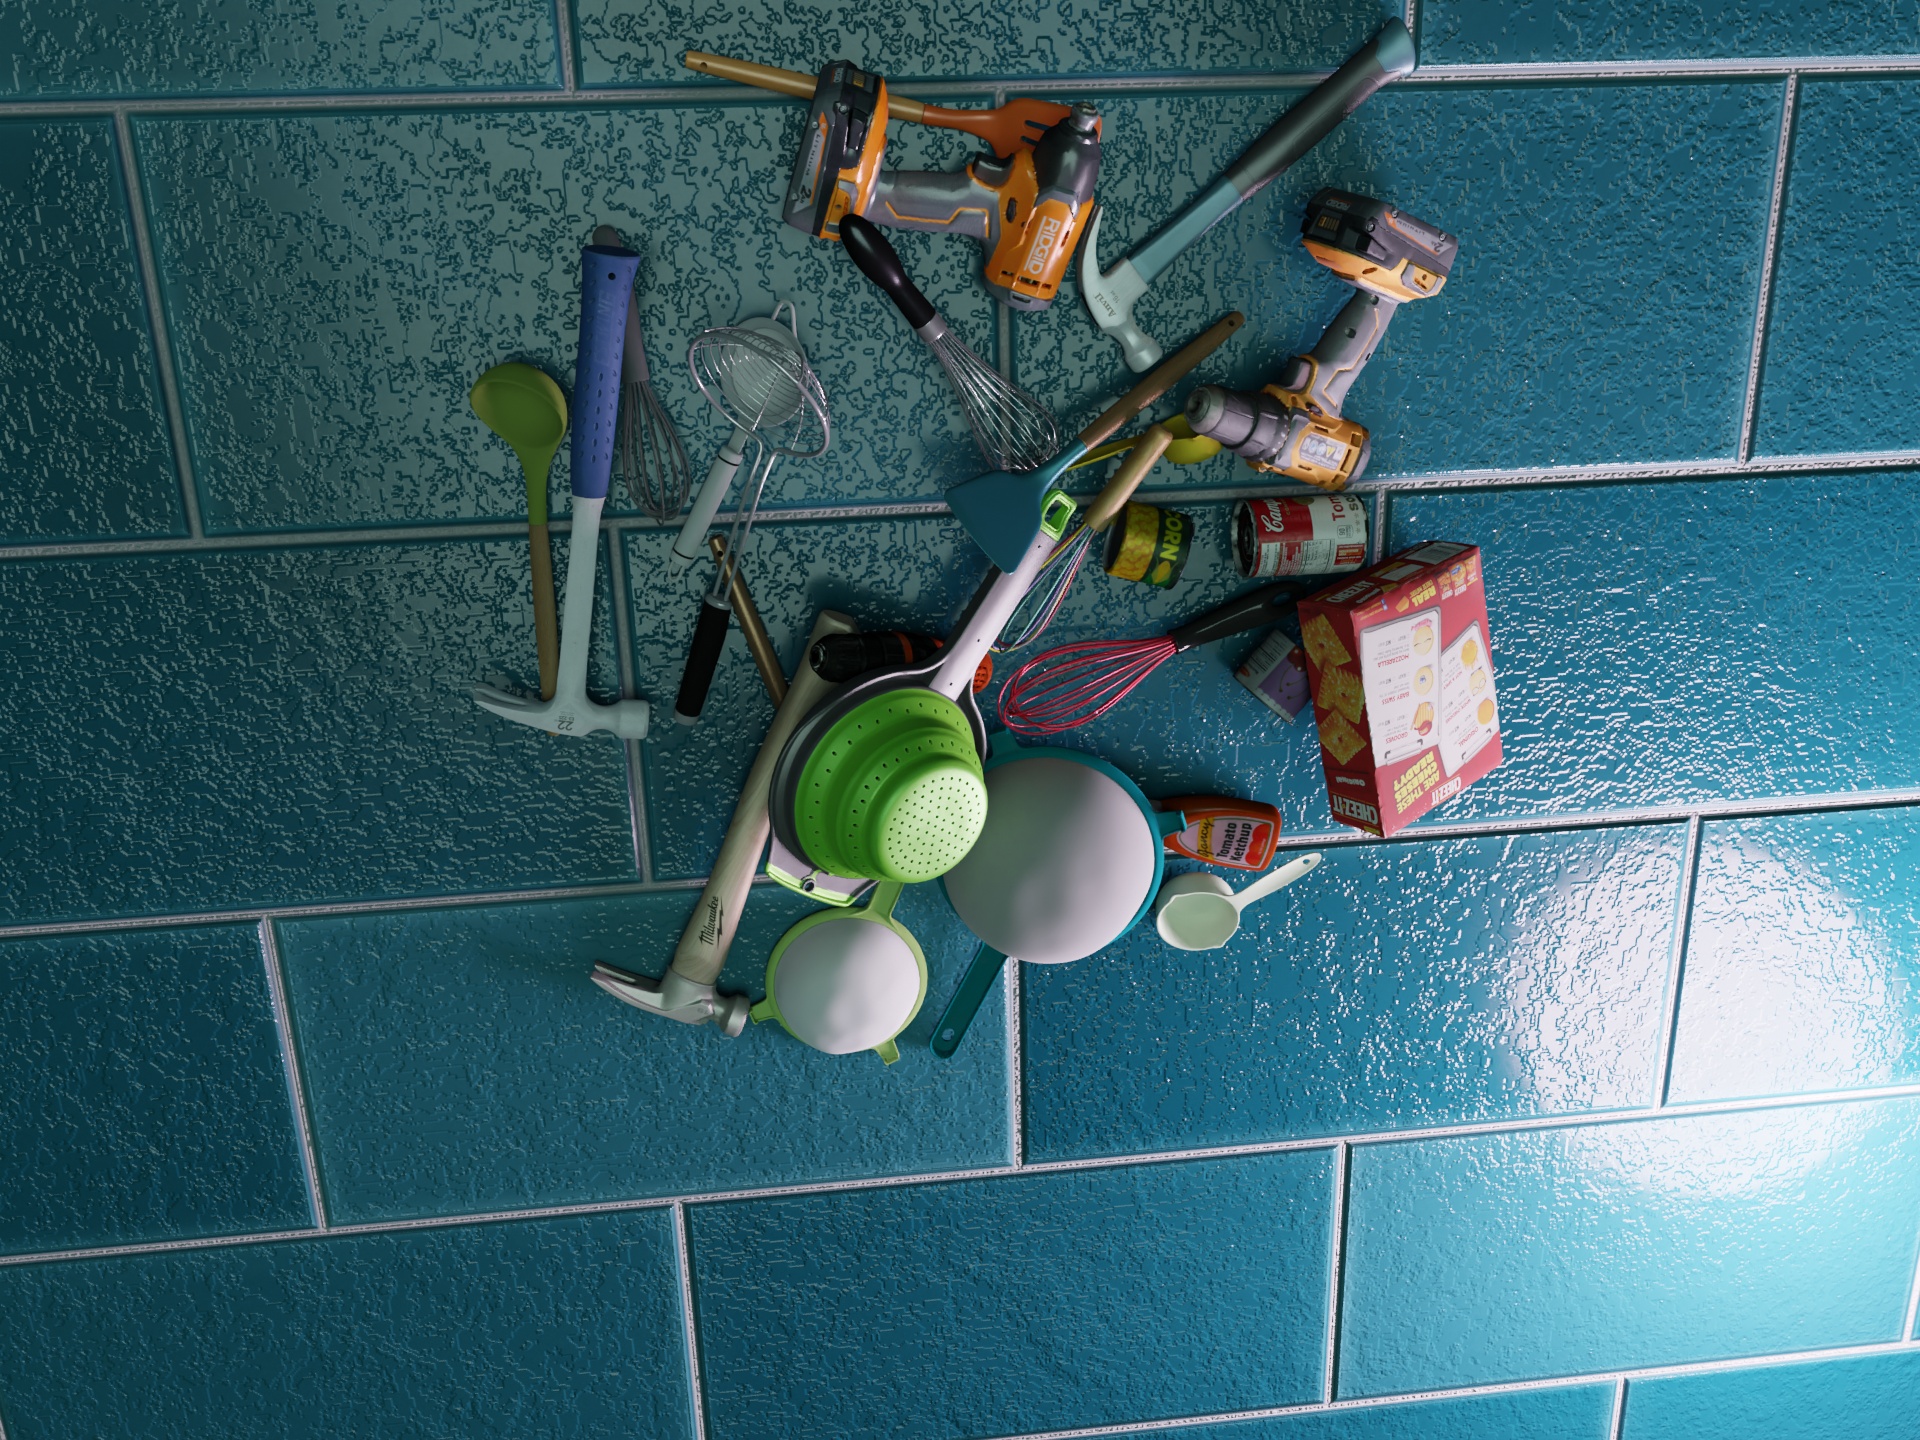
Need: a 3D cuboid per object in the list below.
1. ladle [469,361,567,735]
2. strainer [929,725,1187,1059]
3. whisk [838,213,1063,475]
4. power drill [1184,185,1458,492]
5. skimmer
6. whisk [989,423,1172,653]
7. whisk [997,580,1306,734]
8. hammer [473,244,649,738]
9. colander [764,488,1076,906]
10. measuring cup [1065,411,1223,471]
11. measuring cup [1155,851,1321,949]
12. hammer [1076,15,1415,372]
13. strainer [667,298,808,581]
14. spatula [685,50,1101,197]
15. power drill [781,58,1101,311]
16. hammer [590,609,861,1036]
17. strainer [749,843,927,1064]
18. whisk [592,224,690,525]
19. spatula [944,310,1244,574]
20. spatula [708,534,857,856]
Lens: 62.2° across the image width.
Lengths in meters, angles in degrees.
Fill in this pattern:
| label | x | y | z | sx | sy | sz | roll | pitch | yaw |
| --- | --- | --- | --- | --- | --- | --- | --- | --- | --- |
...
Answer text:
| label | x | y | z | sx | sy | sz | roll | pitch | yaw |
| --- | --- | --- | --- | --- | --- | --- | --- | --- | --- |
| ladle | -0.351 | -0.133 | 1.307 | 0.078 | 0.062 | 0.320 | 6 | 112 | 13 |
| strainer | 0.046 | 0.188 | 1.424 | 0.211 | 0.095 | 0.340 | 26 | 110 | -3 |
| whisk | -0.006 | -0.289 | 1.261 | 0.070 | 0.070 | 0.284 | -39 | 124 | 7 |
| power drill | 0.285 | -0.308 | 1.286 | 0.185 | 0.084 | 0.226 | 9 | 110 | -35 |
| skimmer | -0.194 | -0.140 | 1.270 | 0.127 | 0.090 | 0.363 | 28 | 119 | 13 |
| whisk | 0.095 | -0.149 | 1.338 | 0.047 | 0.051 | 0.245 | 35 | 114 | -7 |
| whisk | 0.169 | -0.061 | 1.394 | 0.296 | 0.073 | 0.073 | -22 | 110 | -6 |
| hammer | -0.301 | -0.169 | 1.258 | 0.144 | 0.035 | 0.405 | 4 | 117 | -15 |
| colander | -0.002 | -0.004 | 1.288 | 0.204 | 0.095 | 0.397 | 29 | 95 | -44 |
| measuring cup | 0.148 | -0.223 | 1.344 | 0.156 | 0.062 | 0.029 | -16 | 120 | 10 |
| measuring cup | 0.254 | 0.152 | 1.462 | 0.167 | 0.038 | 0.083 | -32 | 121 | 20 |
| hammer | 0.232 | -0.438 | 1.285 | 0.331 | 0.033 | 0.128 | -40 | 109 | 7 |
| strainer | -0.185 | -0.225 | 1.303 | 0.087 | 0.050 | 0.258 | 36 | 110 | 17 |
| spatula | -0.053 | -0.474 | 1.234 | 0.322 | 0.041 | 0.081 | 10 | 132 | -8 |
| power drill | -0.008 | -0.420 | 1.214 | 0.226 | 0.084 | 0.164 | 15 | 133 | -12 |
| hammer | -0.192 | 0.087 | 1.396 | 0.146 | 0.038 | 0.410 | 21 | 108 | -11 |
| strainer | -0.082 | 0.205 | 1.443 | 0.151 | 0.069 | 0.256 | 20 | 106 | -13 |
| whisk | -0.261 | -0.274 | 1.275 | 0.055 | 0.055 | 0.239 | -11 | 106 | -3 |
| spatula | 0.120 | -0.238 | 1.282 | 0.317 | 0.044 | 0.082 | -41 | 95 | -14 |
| spatula | -0.156 | -0.015 | 1.388 | 0.060 | 0.018 | 0.315 | -19 | 110 | 3 |
